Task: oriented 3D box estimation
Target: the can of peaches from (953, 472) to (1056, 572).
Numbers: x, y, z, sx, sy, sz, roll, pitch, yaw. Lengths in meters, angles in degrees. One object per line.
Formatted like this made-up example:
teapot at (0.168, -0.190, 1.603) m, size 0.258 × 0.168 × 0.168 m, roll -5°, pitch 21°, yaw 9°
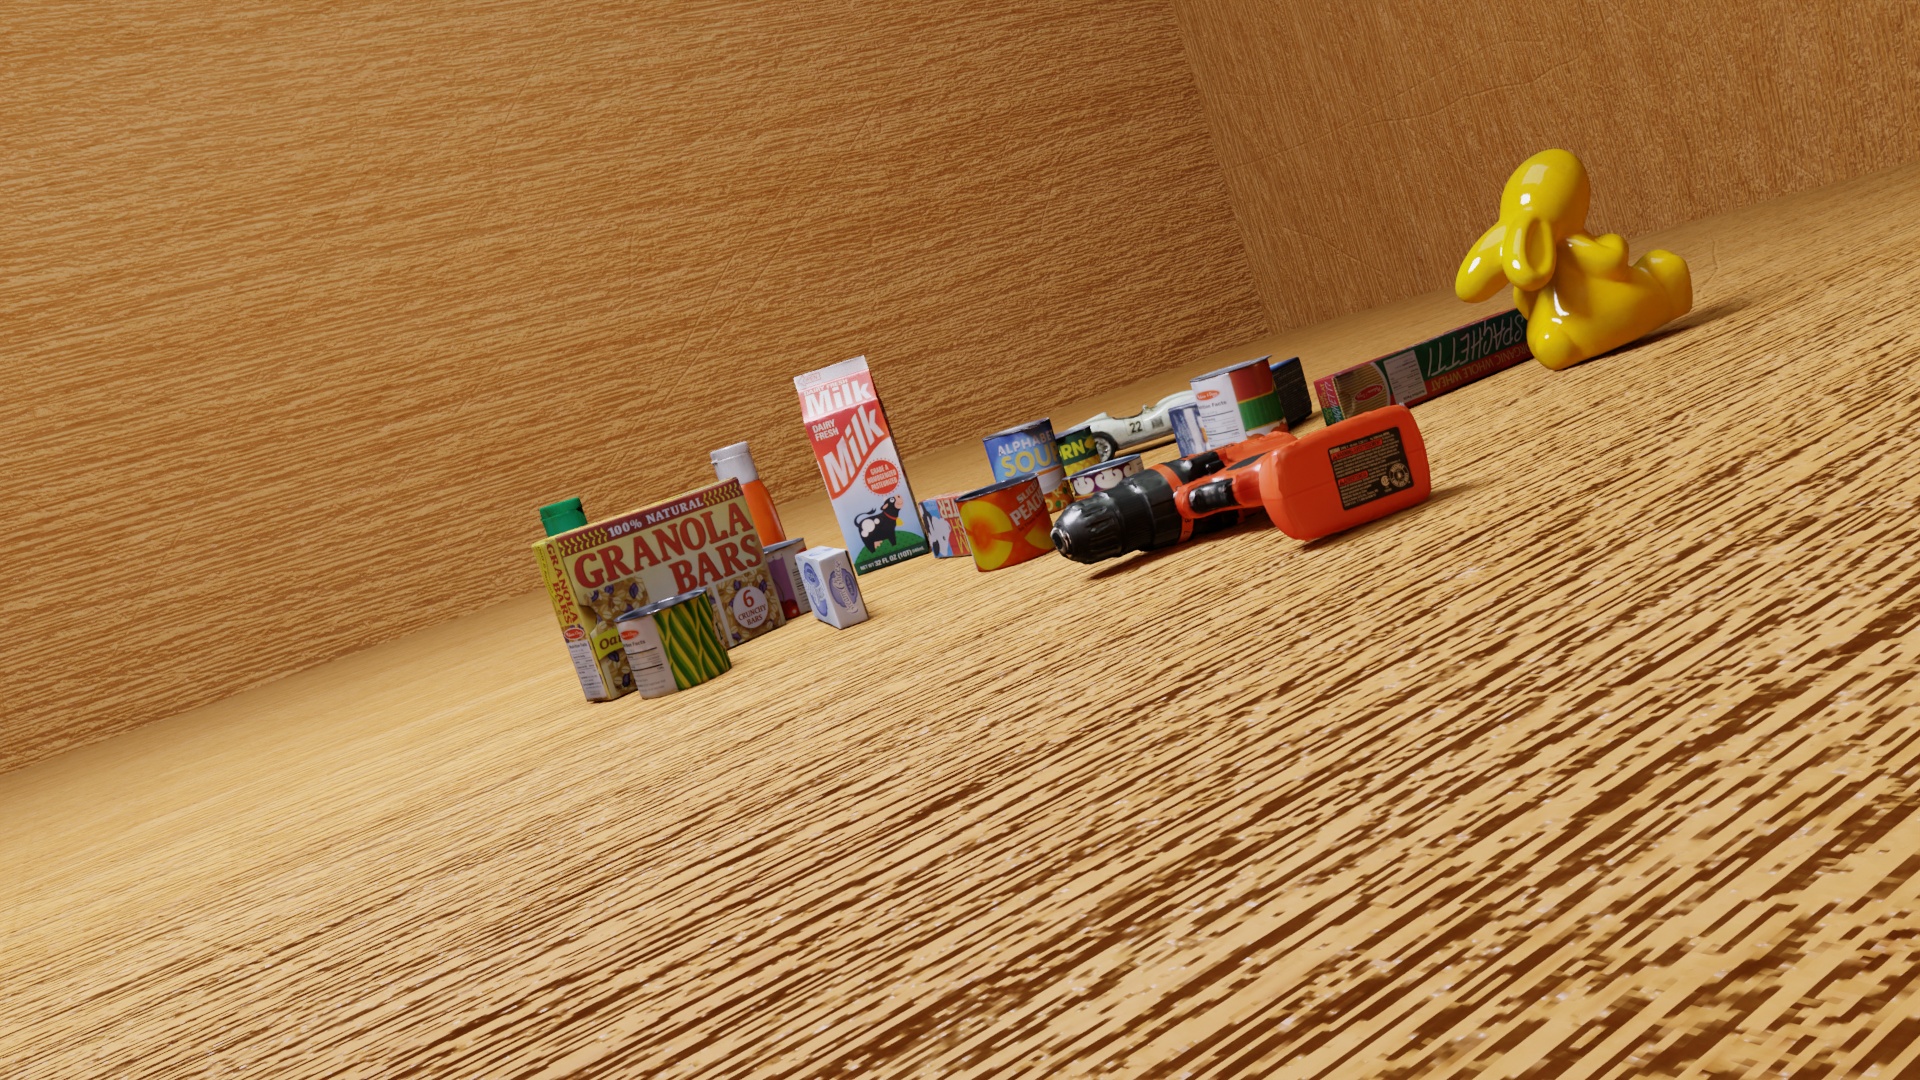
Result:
can of peaches at (0.036, -0.014, 1.042) m, size 0.071 × 0.058 × 0.071 m, roll -18°, pitch 6°, yaw 2°

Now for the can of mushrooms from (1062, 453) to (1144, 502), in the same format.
can of mushrooms at (0.127, -0.050, 1.211) m, size 0.071 × 0.033 × 0.071 m, roll -18°, pitch 6°, yaw 2°

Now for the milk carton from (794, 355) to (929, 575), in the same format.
milk carton at (-0.092, -0.071, 1.289) m, size 0.072 × 0.190 × 0.073 m, roll -18°, pitch 6°, yaw 1°

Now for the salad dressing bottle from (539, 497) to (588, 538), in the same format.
salad dressing bottle at (-0.332, 0.036, 1.231) m, size 0.044 × 0.147 × 0.064 m, roll -17°, pitch 6°, yaw 5°

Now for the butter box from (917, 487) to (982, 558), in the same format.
butter box at (0.004, -0.015, 1.161) m, size 0.024 × 0.053 × 0.103 m, roll -21°, pitch 7°, yaw -29°

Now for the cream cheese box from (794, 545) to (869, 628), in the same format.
cream cheese box at (-0.095, 0.033, 1.020) m, size 0.024 × 0.053 × 0.104 m, roll -19°, pitch 6°, yaw -15°

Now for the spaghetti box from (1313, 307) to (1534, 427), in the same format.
spaghetti box at (0.413, -0.152, 1.219) m, size 0.251 × 0.050 × 0.028 m, roll -21°, pitch 7°, yaw -27°

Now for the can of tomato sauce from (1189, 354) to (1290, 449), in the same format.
can of tomato sauce at (0.235, -0.103, 1.148) m, size 0.071 × 0.083 × 0.071 m, roll -18°, pitch 6°, yaw 2°

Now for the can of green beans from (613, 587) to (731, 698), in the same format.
can of green beans at (-0.198, 0.071, 0.960) m, size 0.071 × 0.057 × 0.071 m, roll -18°, pitch 6°, yaw 2°

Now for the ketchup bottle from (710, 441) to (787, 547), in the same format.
ketchup bottle at (-0.194, -0.017, 1.297) m, size 0.044 × 0.148 × 0.064 m, roll -22°, pitch 7°, yaw -33°

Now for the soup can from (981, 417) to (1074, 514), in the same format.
soup can at (0.064, -0.065, 1.289) m, size 0.071 × 0.083 × 0.071 m, roll -18°, pitch 6°, yaw 2°

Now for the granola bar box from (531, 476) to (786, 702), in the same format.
granola bar box at (-0.222, 0.034, 1.045) m, size 0.166 × 0.124 × 0.039 m, roll -23°, pitch 8°, yaw -42°

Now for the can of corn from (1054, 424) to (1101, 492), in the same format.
can of corn at (0.109, -0.081, 1.419) m, size 0.071 × 0.058 × 0.071 m, roll -18°, pitch 6°, yaw 2°

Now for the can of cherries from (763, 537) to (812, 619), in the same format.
can of cherries at (-0.154, 0.035, 1.147) m, size 0.071 × 0.058 × 0.071 m, roll -18°, pitch 6°, yaw 2°
